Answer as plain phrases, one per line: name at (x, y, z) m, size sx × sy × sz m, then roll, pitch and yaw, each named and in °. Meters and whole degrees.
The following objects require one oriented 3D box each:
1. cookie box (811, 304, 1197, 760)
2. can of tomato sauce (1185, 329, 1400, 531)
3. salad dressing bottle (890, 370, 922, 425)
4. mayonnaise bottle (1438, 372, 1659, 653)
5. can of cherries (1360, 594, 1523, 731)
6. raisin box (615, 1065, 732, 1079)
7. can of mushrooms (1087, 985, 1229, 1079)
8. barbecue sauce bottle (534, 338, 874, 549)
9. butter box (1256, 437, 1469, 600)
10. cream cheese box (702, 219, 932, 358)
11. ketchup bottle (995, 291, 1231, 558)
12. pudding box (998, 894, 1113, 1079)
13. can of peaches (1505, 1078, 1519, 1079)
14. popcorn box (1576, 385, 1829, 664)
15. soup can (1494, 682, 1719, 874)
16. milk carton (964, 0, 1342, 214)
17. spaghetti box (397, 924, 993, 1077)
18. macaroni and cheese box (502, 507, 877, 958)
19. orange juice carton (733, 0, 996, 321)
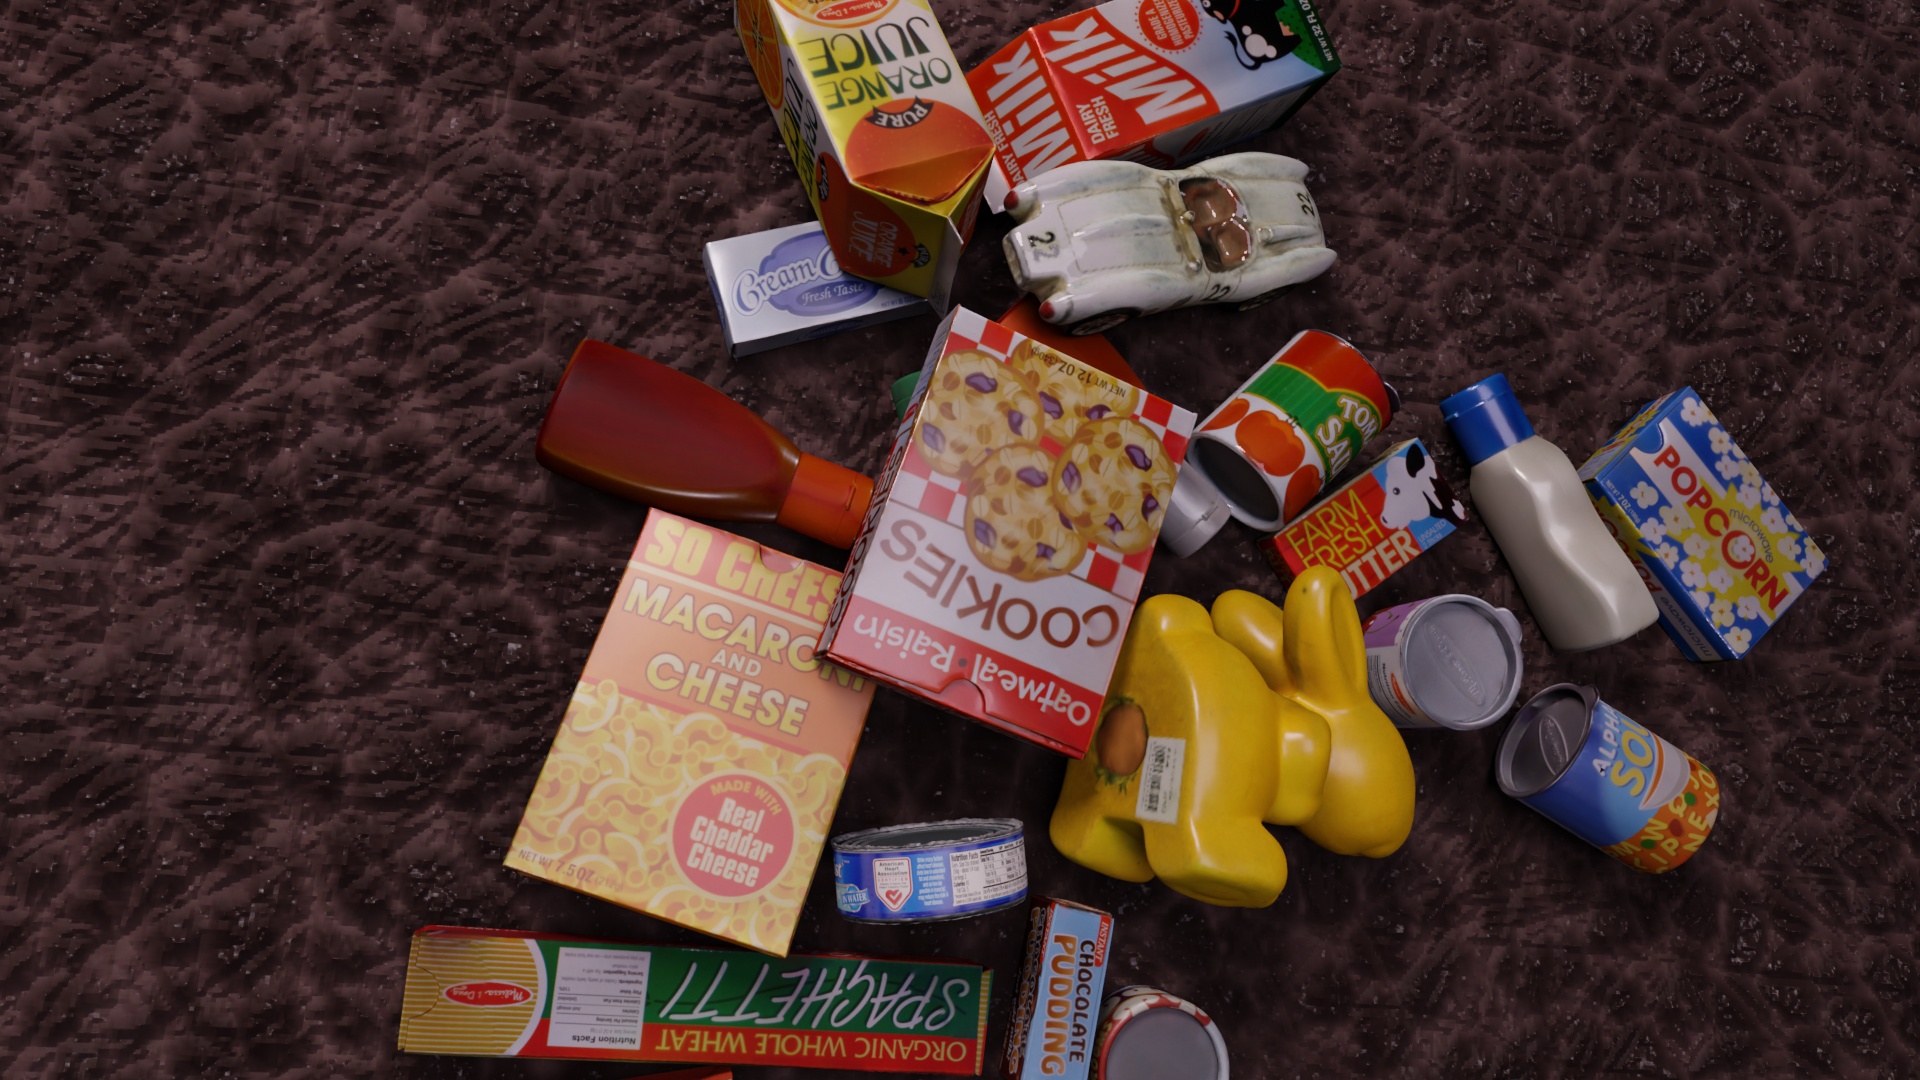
cookie box at (0.022, -0.003, 0.619) m, size 0.123 × 0.040 × 0.168 m, roll 23°, pitch 76°, yaw -12°
can of tomato sauce at (0.165, -0.054, 0.695) m, size 0.083 × 0.071 × 0.071 m, roll -42°, pitch 92°, yaw -15°
salad dressing bottle at (0.002, -0.008, 0.663) m, size 0.064 × 0.044 × 0.147 m, roll -14°, pitch 84°, yaw -4°
mayonnaise bottle at (0.302, -0.015, 0.726) m, size 0.041 × 0.064 × 0.148 m, roll -25°, pitch 84°, yaw -14°
can of cherries at (0.239, 0.062, 0.699) m, size 0.071 × 0.058 × 0.071 m, roll 2°, pitch 80°, yaw -12°
raisin box at (-0.134, 0.293, 0.586) m, size 0.086 × 0.040 × 0.123 m, roll -4°, pitch 81°, yaw -14°
can of mushrooms at (0.088, 0.245, 0.648) m, size 0.071 × 0.033 × 0.071 m, roll 2°, pitch 82°, yaw -13°
barbecue sauce bottle at (-0.114, -0.038, 0.641) m, size 0.148 × 0.043 × 0.065 m, roll 21°, pitch 70°, yaw -10°
butter box at (0.208, -0.005, 0.720) m, size 0.104 × 0.024 × 0.053 m, roll -33°, pitch 89°, yaw -16°
cream cheese box at (-0.069, -0.127, 0.676) m, size 0.104 × 0.024 × 0.053 m, roll -16°, pitch 84°, yaw -15°
ketchup bottle at (0.071, -0.056, 0.686) m, size 0.149 × 0.043 × 0.065 m, roll 46°, pitch 65°, yaw -3°
pudding box at (0.044, 0.208, 0.635) m, size 0.030 × 0.049 × 0.084 m, roll 14°, pitch 79°, yaw -9°
can of peaches at (0.287, 0.303, 0.668) m, size 0.058 × 0.071 × 0.071 m, roll 18°, pitch 78°, yaw -10°
popcorn box at (0.399, -0.007, 0.758) m, size 0.085 × 0.038 × 0.126 m, roll -39°, pitch 92°, yaw -14°
soup can at (0.329, 0.119, 0.704) m, size 0.084 × 0.071 × 0.071 m, roll 31°, pitch 76°, yaw -7°
milk carton at (0.086, -0.226, 0.702) m, size 0.191 × 0.073 × 0.072 m, roll -24°, pitch 88°, yaw -15°
spaghetti box at (-0.111, 0.203, 0.611) m, size 0.250 × 0.028 × 0.050 m, roll 7°, pitch 80°, yaw -12°
macaroni and cheese box at (-0.107, 0.083, 0.611) m, size 0.124 × 0.040 × 0.167 m, roll 19°, pitch 71°, yaw -4°
orange juice carton at (-0.041, -0.199, 0.650) m, size 0.073 × 0.071 × 0.193 m, roll -19°, pitch 74°, yaw -16°
